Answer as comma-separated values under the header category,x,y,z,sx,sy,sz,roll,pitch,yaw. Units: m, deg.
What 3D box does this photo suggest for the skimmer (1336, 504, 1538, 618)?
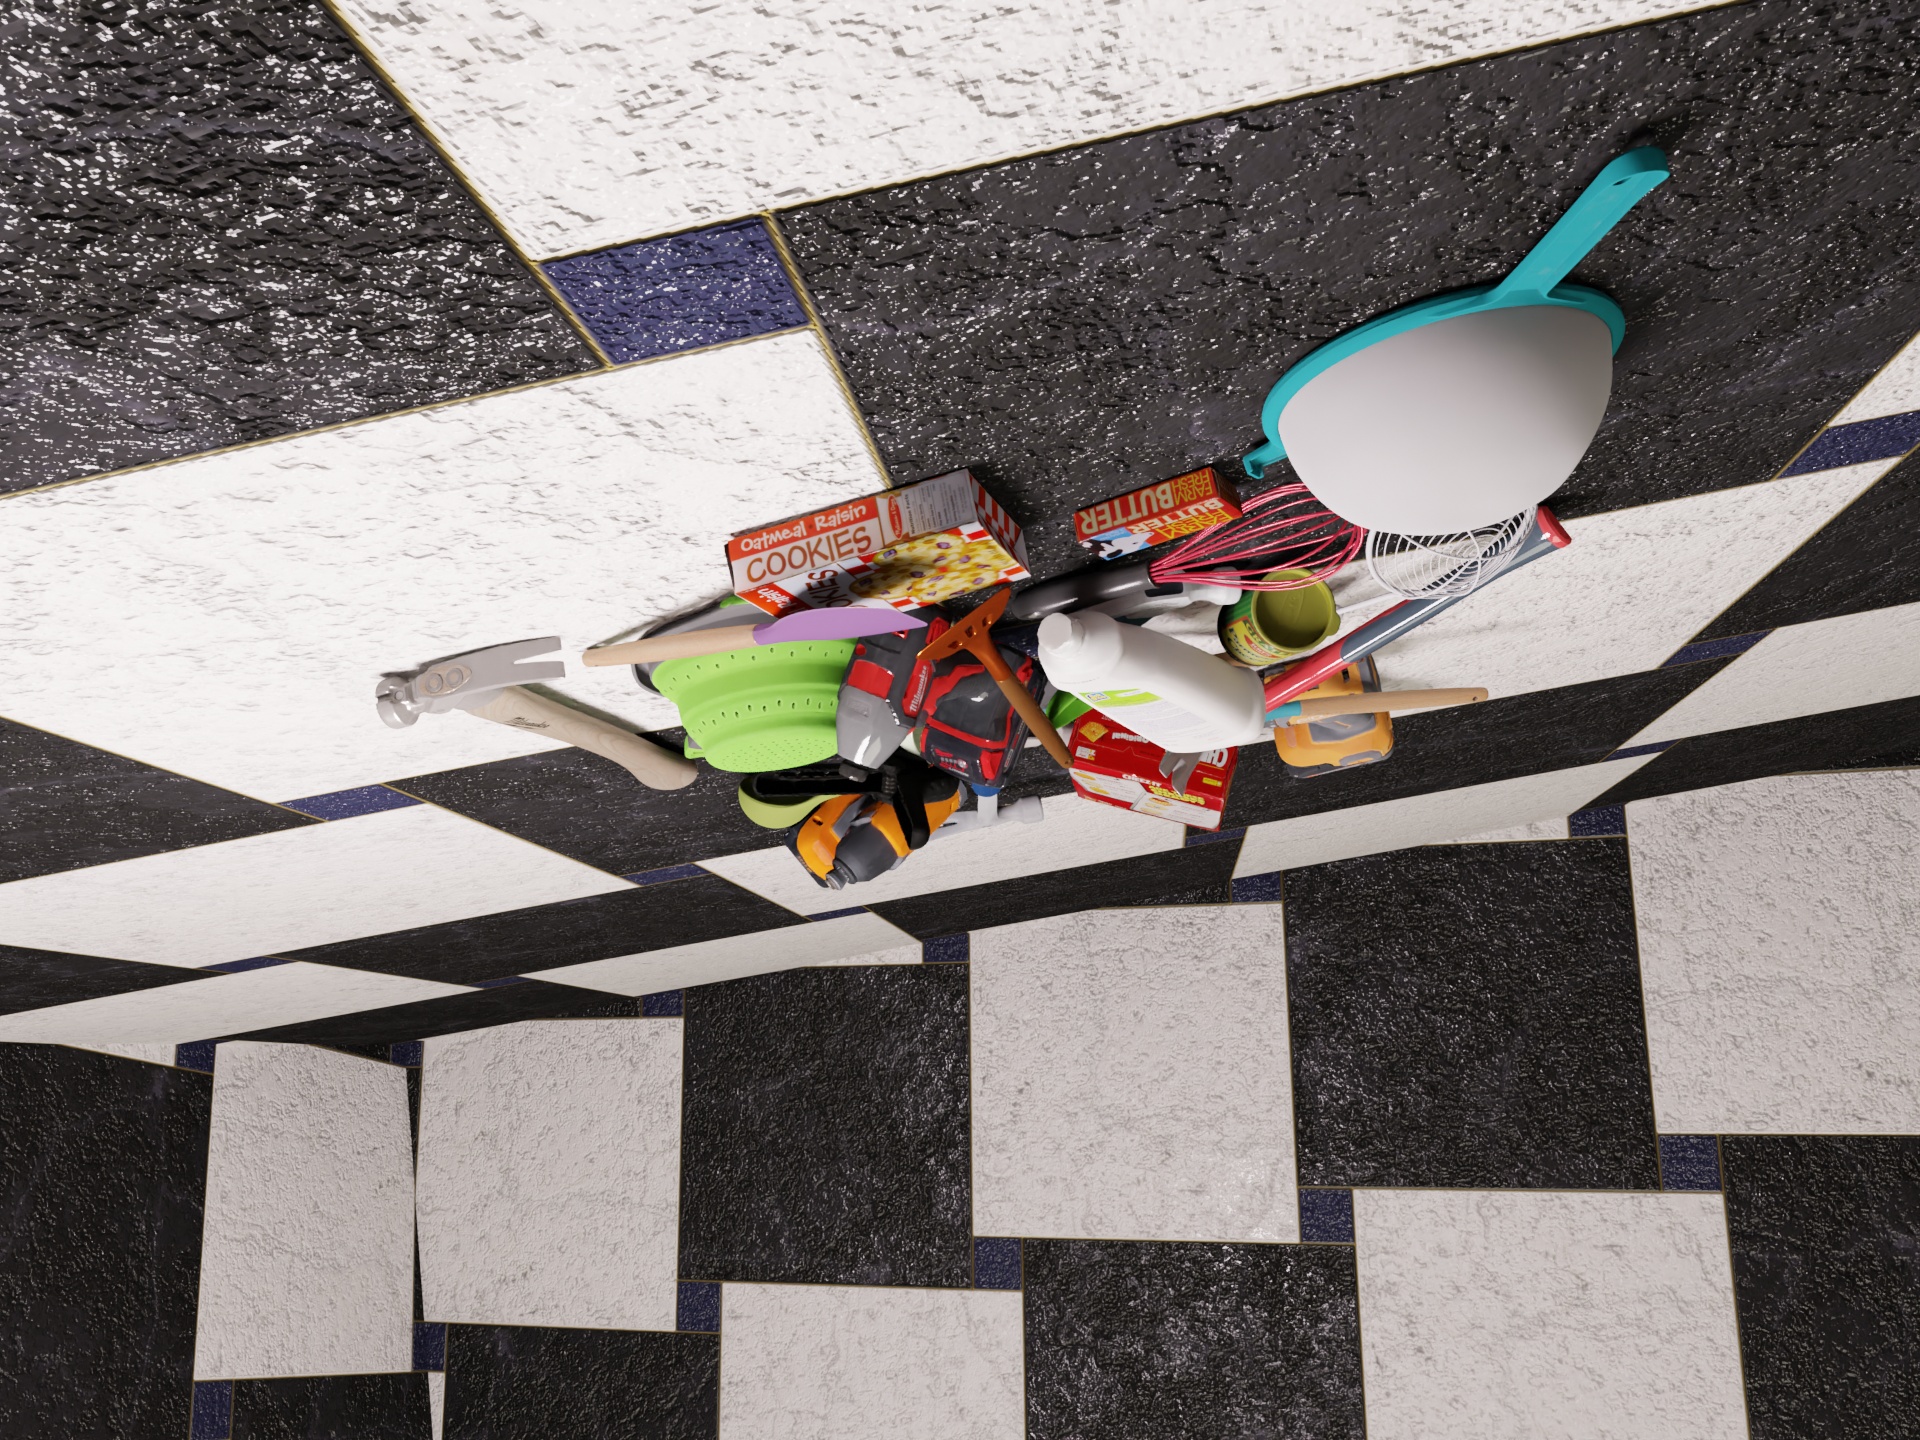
category,x,y,z,sx,sy,sz,roll,pitch,yaw
skimmer,0.317,-0.122,1.252,0.127,0.090,0.363,-6,176,-15

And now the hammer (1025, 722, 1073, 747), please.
category,x,y,z,sx,sy,sz,roll,pitch,yaw
hammer,-0.032,0.056,1.713,0.130,0.031,0.331,1,163,-39

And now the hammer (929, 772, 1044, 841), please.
category,x,y,z,sx,sy,sz,roll,pitch,yaw
hammer,0.024,0.077,1.699,0.144,0.035,0.405,-11,168,-1

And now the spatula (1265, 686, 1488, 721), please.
category,x,y,z,sx,sy,sz,roll,pitch,yaw
spatula,0.344,-0.022,1.509,0.317,0.044,0.082,-4,127,-5

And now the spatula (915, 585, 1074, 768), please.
category,x,y,z,sx,sy,sz,roll,pitch,yaw
spatula,0.043,-0.020,1.218,0.081,0.041,0.322,-37,150,2

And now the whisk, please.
category,x,y,z,sx,sy,sz,roll,pitch,yaw
whisk,0.157,-0.111,1.144,0.296,0.073,0.073,-13,167,37

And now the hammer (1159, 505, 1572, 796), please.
category,x,y,z,sx,sy,sz,roll,pitch,yaw
hammer,0.325,-0.057,1.318,0.386,0.038,0.143,-35,-173,39

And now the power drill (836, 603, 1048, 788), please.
category,x,y,z,sx,sy,sz,roll,pitch,yaw
power drill,-0.021,-0.013,1.231,0.079,0.143,0.219,21,-179,26

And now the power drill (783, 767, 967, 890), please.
category,x,y,z,sx,sy,sz,roll,pitch,yaw
power drill,-0.100,0.113,1.606,0.164,0.084,0.226,-42,-170,-22

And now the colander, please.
category,x,y,z,sx,sy,sz,roll,pitch,yaw
colander,-0.172,0.006,1.297,0.204,0.094,0.397,-4,165,-21

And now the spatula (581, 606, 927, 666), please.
category,x,y,z,sx,sy,sz,roll,pitch,yaw
spatula,-0.157,-0.057,1.090,0.316,0.018,0.059,-5,165,39

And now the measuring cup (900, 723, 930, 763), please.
category,x,y,z,sx,sy,sz,roll,pitch,yaw
measuring cup,-0.002,-0.005,1.422,0.038,0.083,0.167,19,-171,36

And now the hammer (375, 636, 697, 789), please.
category,x,y,z,sx,sy,sz,roll,pitch,yaw
hammer,-0.309,0.008,1.338,0.146,0.038,0.410,-14,166,12

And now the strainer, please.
category,x,y,z,sx,sy,sz,roll,pitch,yaw
strainer,0.298,-0.180,0.874,0.211,0.095,0.340,-7,167,-9

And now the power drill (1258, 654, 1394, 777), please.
category,x,y,z,sx,sy,sz,roll,pitch,yaw
power drill,0.350,-0.003,1.643,0.185,0.084,0.226,-15,160,18

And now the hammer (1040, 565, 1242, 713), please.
category,x,y,z,sx,sy,sz,roll,pitch,yaw
hammer,0.111,-0.058,1.359,0.128,0.033,0.331,-5,165,-19

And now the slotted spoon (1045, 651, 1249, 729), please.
category,x,y,z,sx,sy,sz,roll,pitch,yaw
slotted spoon,0.198,-0.042,1.400,0.313,0.031,0.070,-13,154,-32

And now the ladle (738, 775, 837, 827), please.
category,x,y,z,sx,sy,sz,roll,pitch,yaw
ladle,-0.102,0.047,1.557,0.320,0.062,0.078,-21,172,41
